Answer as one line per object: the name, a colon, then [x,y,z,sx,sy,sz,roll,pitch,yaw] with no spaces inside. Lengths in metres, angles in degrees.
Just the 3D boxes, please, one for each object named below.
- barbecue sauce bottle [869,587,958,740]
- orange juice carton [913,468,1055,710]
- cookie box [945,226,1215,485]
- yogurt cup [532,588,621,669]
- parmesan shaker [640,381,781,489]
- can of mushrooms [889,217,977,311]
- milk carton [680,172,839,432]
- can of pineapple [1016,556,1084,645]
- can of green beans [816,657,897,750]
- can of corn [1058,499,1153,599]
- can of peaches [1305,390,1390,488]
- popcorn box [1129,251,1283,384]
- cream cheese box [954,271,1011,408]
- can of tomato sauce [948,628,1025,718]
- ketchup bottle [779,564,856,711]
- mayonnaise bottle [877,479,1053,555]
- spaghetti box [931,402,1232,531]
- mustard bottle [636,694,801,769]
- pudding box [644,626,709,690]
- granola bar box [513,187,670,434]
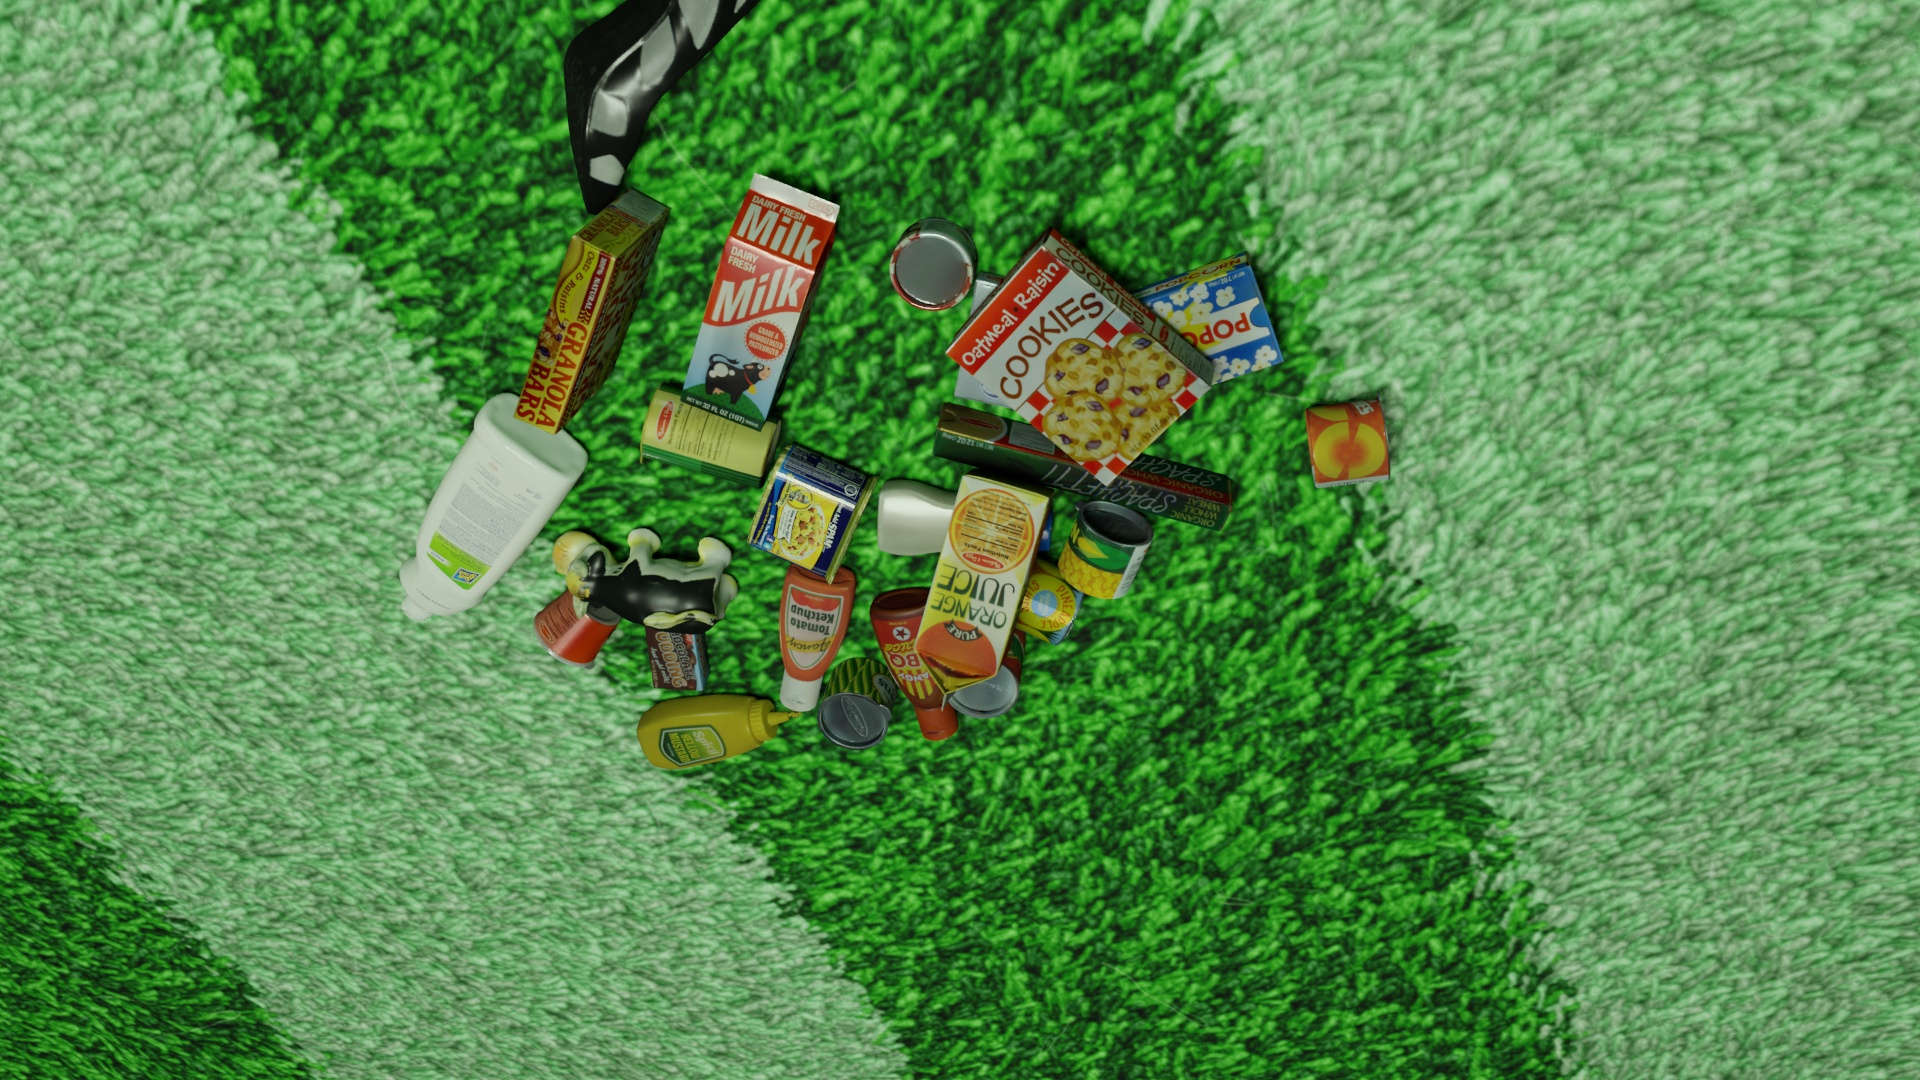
barbecue sauce bottle: [-0.035,0.115,1.272,0.065,0.044,0.148,-6,120,17]
orange juice carton: [0.015,0.043,1.137,0.073,0.072,0.192,17,99,6]
cookie box: [0.091,-0.139,1.065,0.167,0.040,0.122,39,125,-10]
yogurt cup: [-0.351,0.075,1.282,0.072,0.073,0.053,40,110,-15]
parmesan shaker: [-0.209,-0.085,1.165,0.103,0.072,0.071,16,121,-2]
can of mushrooms: [-0.022,-0.213,1.084,0.071,0.034,0.070,3,121,5]
milk carton: [-0.155,-0.190,1.093,0.072,0.074,0.189,21,120,-4]
can of pineapple: [0.070,0.050,1.204,0.058,0.071,0.070,24,121,-6]
can of green beans: [-0.095,0.151,1.293,0.071,0.058,0.071,4,121,6]
can of corn: [0.120,0.006,1.174,0.071,0.071,0.058,18,121,-3]
can of peaches: [0.305,-0.079,1.098,0.058,0.071,0.071,-8,119,13]
popcorn box: [0.177,-0.162,1.083,0.126,0.038,0.085,-17,115,18]
cream cheese box: [0.030,-0.159,1.113,0.053,0.024,0.103,13,121,2]
can of tomato sauce: [0.023,0.105,1.234,0.071,0.083,0.070,3,121,6]
ketchup bottle: [-0.137,0.089,1.271,0.065,0.044,0.148,14,122,1]
mayonnaise bottle: [0.004,-0.015,1.192,0.148,0.041,0.064,5,115,4]
spaghetti box: [0.101,-0.061,1.146,0.250,0.050,0.028,15,123,-1]
mustard bottle: [-0.228,0.178,1.333,0.160,0.049,0.065,-12,120,15]
pudding box: [-0.265,0.099,1.303,0.050,0.030,0.083,3,121,5]
granola bar box: [-0.287,-0.179,1.088,0.039,0.125,0.164,26,121,-6]
